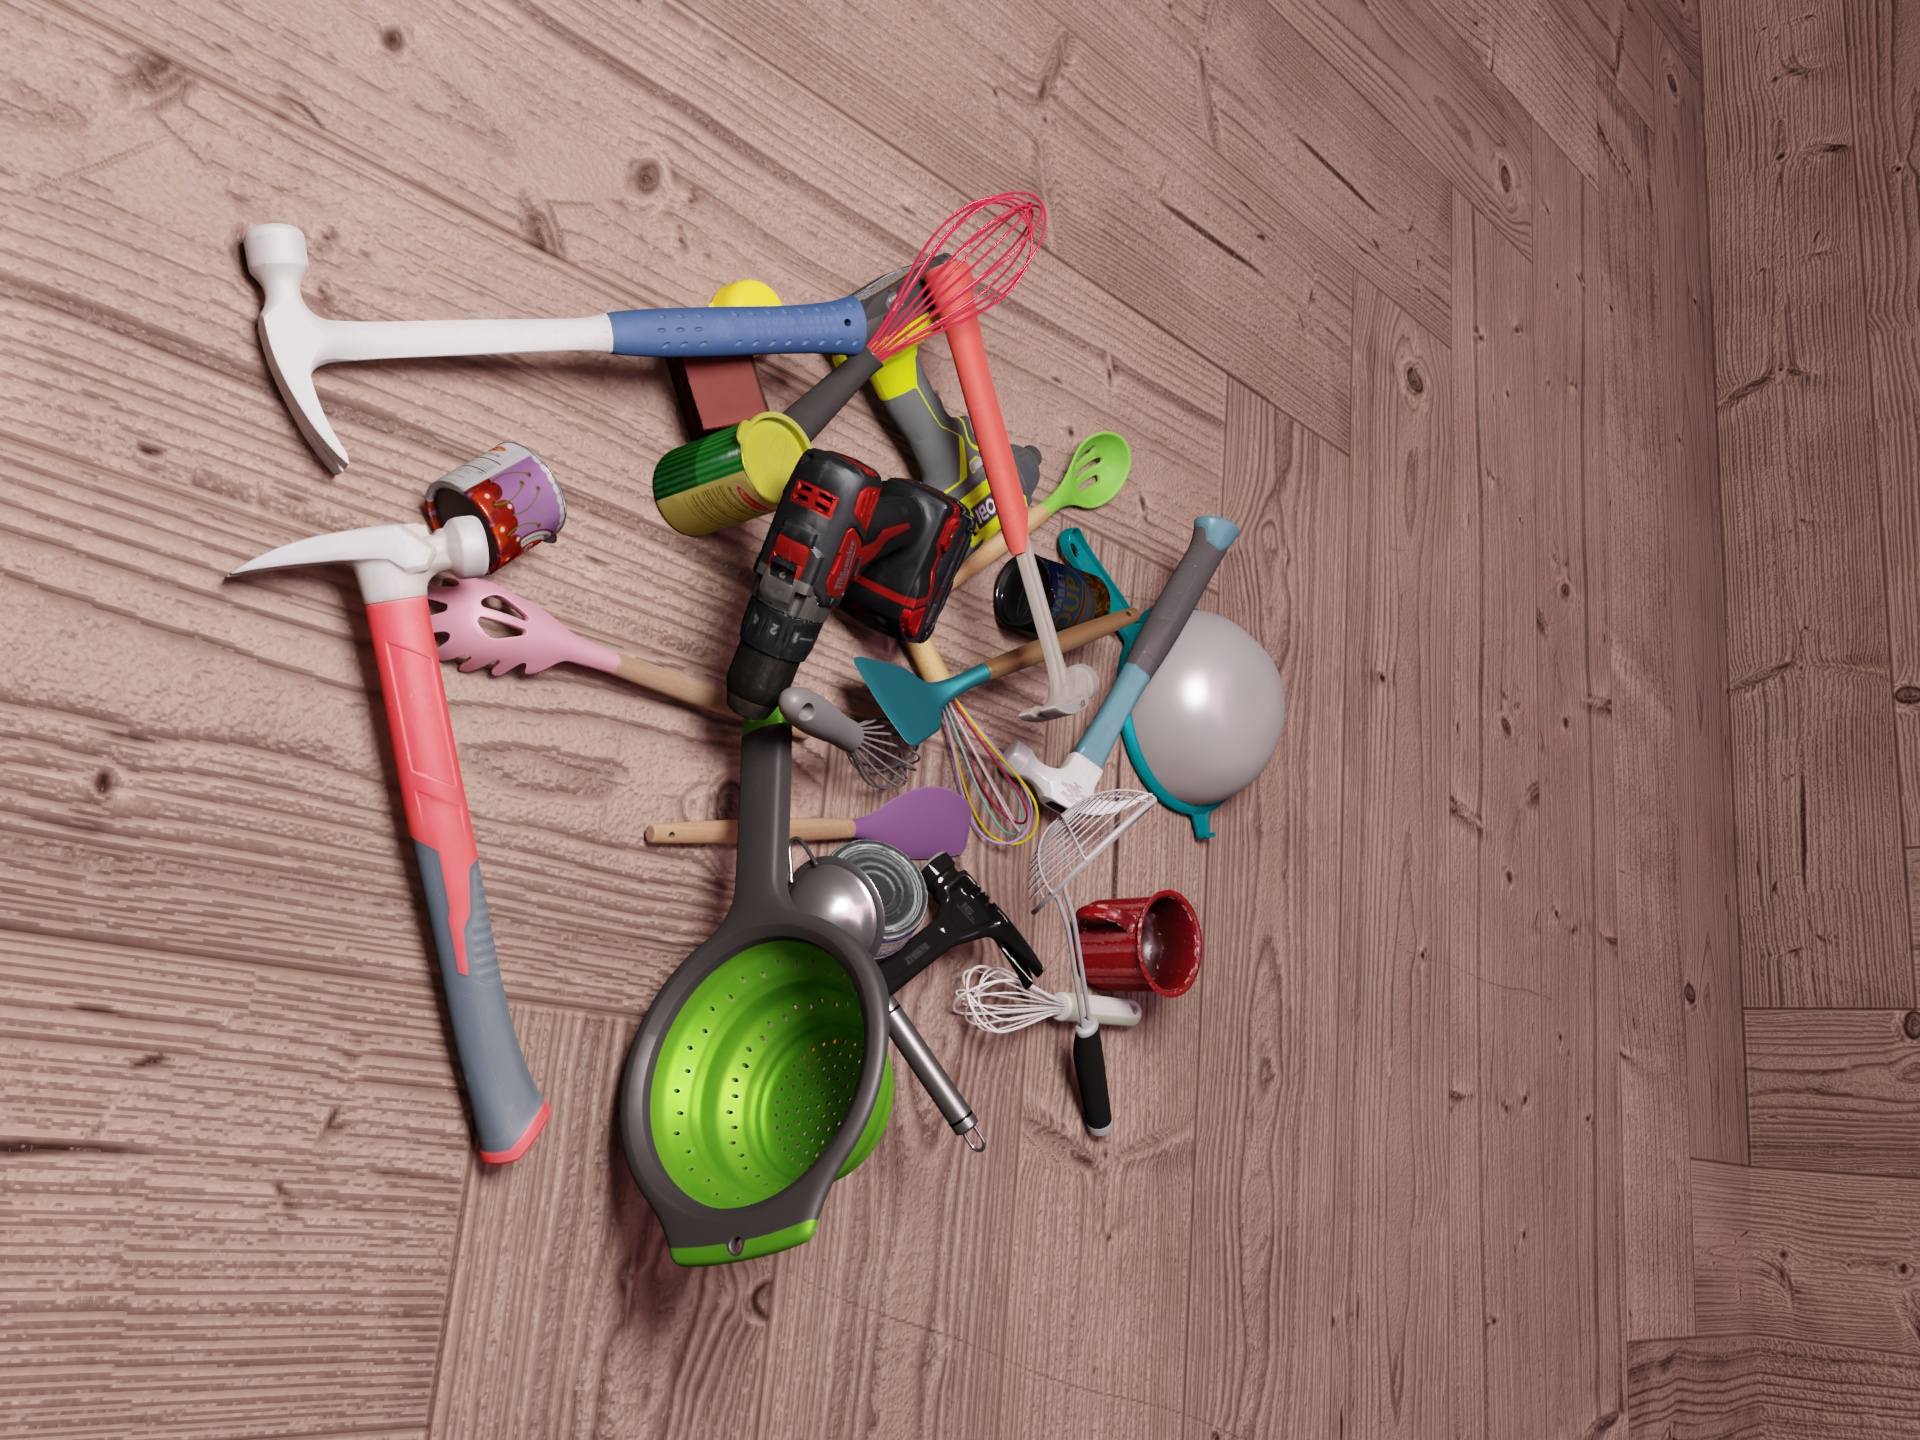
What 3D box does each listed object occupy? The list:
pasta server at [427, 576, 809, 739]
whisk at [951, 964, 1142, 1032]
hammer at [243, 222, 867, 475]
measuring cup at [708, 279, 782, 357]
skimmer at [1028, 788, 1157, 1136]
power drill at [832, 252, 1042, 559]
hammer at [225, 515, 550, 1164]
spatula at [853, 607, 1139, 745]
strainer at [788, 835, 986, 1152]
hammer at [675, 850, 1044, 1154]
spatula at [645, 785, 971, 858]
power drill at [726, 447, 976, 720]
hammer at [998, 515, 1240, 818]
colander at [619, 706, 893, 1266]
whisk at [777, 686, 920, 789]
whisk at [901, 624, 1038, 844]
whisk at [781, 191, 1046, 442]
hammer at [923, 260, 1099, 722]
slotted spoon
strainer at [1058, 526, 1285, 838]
[{"bbox_3d":[-0.221,-0.031,1.089,0.316,0.040,0.060,22,68,-47],"label":"pasta server"},{"bbox_3d":[0.080,0.240,1.344,0.246,0.059,0.058,17,44,-48],"label":"whisk"},{"bbox_3d":[-0.240,-0.246,1.038,0.405,0.035,0.144,-11,93,-34],"label":"hammer"},{"bbox_3d":[-0.160,-0.255,1.187,0.062,0.029,0.157,16,72,-44],"label":"measuring cup"},{"bbox_3d":[0.117,0.210,1.271,0.127,0.090,0.363,-37,131,-37],"label":"skimmer"},{"bbox_3d":[-0.015,-0.258,1.312,0.171,0.080,0.223,-45,119,-41],"label":"power drill"},{"bbox_3d":[-0.321,0.079,0.942,0.143,0.038,0.386,-12,96,-29],"label":"hammer"},{"bbox_3d":[0.044,-0.051,1.295,0.317,0.044,0.082,-23,72,-38],"label":"spatula"},{"bbox_3d":[-0.057,0.196,1.120,0.258,0.087,0.050,55,27,3],"label":"strainer"},{"bbox_3d":[-0.081,0.221,1.156,0.127,0.034,0.337,47,48,12],"label":"hammer"},{"bbox_3d":[-0.102,0.080,1.196,0.315,0.018,0.060,2,98,-46],"label":"spatula"},{"bbox_3d":[-0.083,-0.095,1.136,0.188,0.080,0.226,-67,164,12],"label":"power drill"},{"bbox_3d":[0.163,-0.055,1.419,0.128,0.033,0.331,36,68,-12],"label":"hammer"},{"bbox_3d":[-0.113,0.164,1.059,0.094,0.204,0.397,41,39,-47],"label":"colander"},{"bbox_3d":[-0.079,0.009,1.152,0.238,0.055,0.055,36,54,-70],"label":"whisk"},{"bbox_3d":[0.000,-0.005,1.304,0.051,0.047,0.245,-39,108,-42],"label":"whisk"},{"bbox_3d":[-0.051,-0.285,1.181,0.296,0.073,0.073,-43,122,4],"label":"whisk"},{"bbox_3d":[0.033,-0.176,1.228,0.149,0.037,0.359,-22,97,-71],"label":"hammer"},{"bbox_3d":[0.057,-0.176,1.405,0.314,0.031,0.070,-40,129,-40],"label":"slotted spoon"},{"bbox_3d":[0.214,-0.060,1.500,0.340,0.095,0.211,51,51,-30],"label":"strainer"}]
